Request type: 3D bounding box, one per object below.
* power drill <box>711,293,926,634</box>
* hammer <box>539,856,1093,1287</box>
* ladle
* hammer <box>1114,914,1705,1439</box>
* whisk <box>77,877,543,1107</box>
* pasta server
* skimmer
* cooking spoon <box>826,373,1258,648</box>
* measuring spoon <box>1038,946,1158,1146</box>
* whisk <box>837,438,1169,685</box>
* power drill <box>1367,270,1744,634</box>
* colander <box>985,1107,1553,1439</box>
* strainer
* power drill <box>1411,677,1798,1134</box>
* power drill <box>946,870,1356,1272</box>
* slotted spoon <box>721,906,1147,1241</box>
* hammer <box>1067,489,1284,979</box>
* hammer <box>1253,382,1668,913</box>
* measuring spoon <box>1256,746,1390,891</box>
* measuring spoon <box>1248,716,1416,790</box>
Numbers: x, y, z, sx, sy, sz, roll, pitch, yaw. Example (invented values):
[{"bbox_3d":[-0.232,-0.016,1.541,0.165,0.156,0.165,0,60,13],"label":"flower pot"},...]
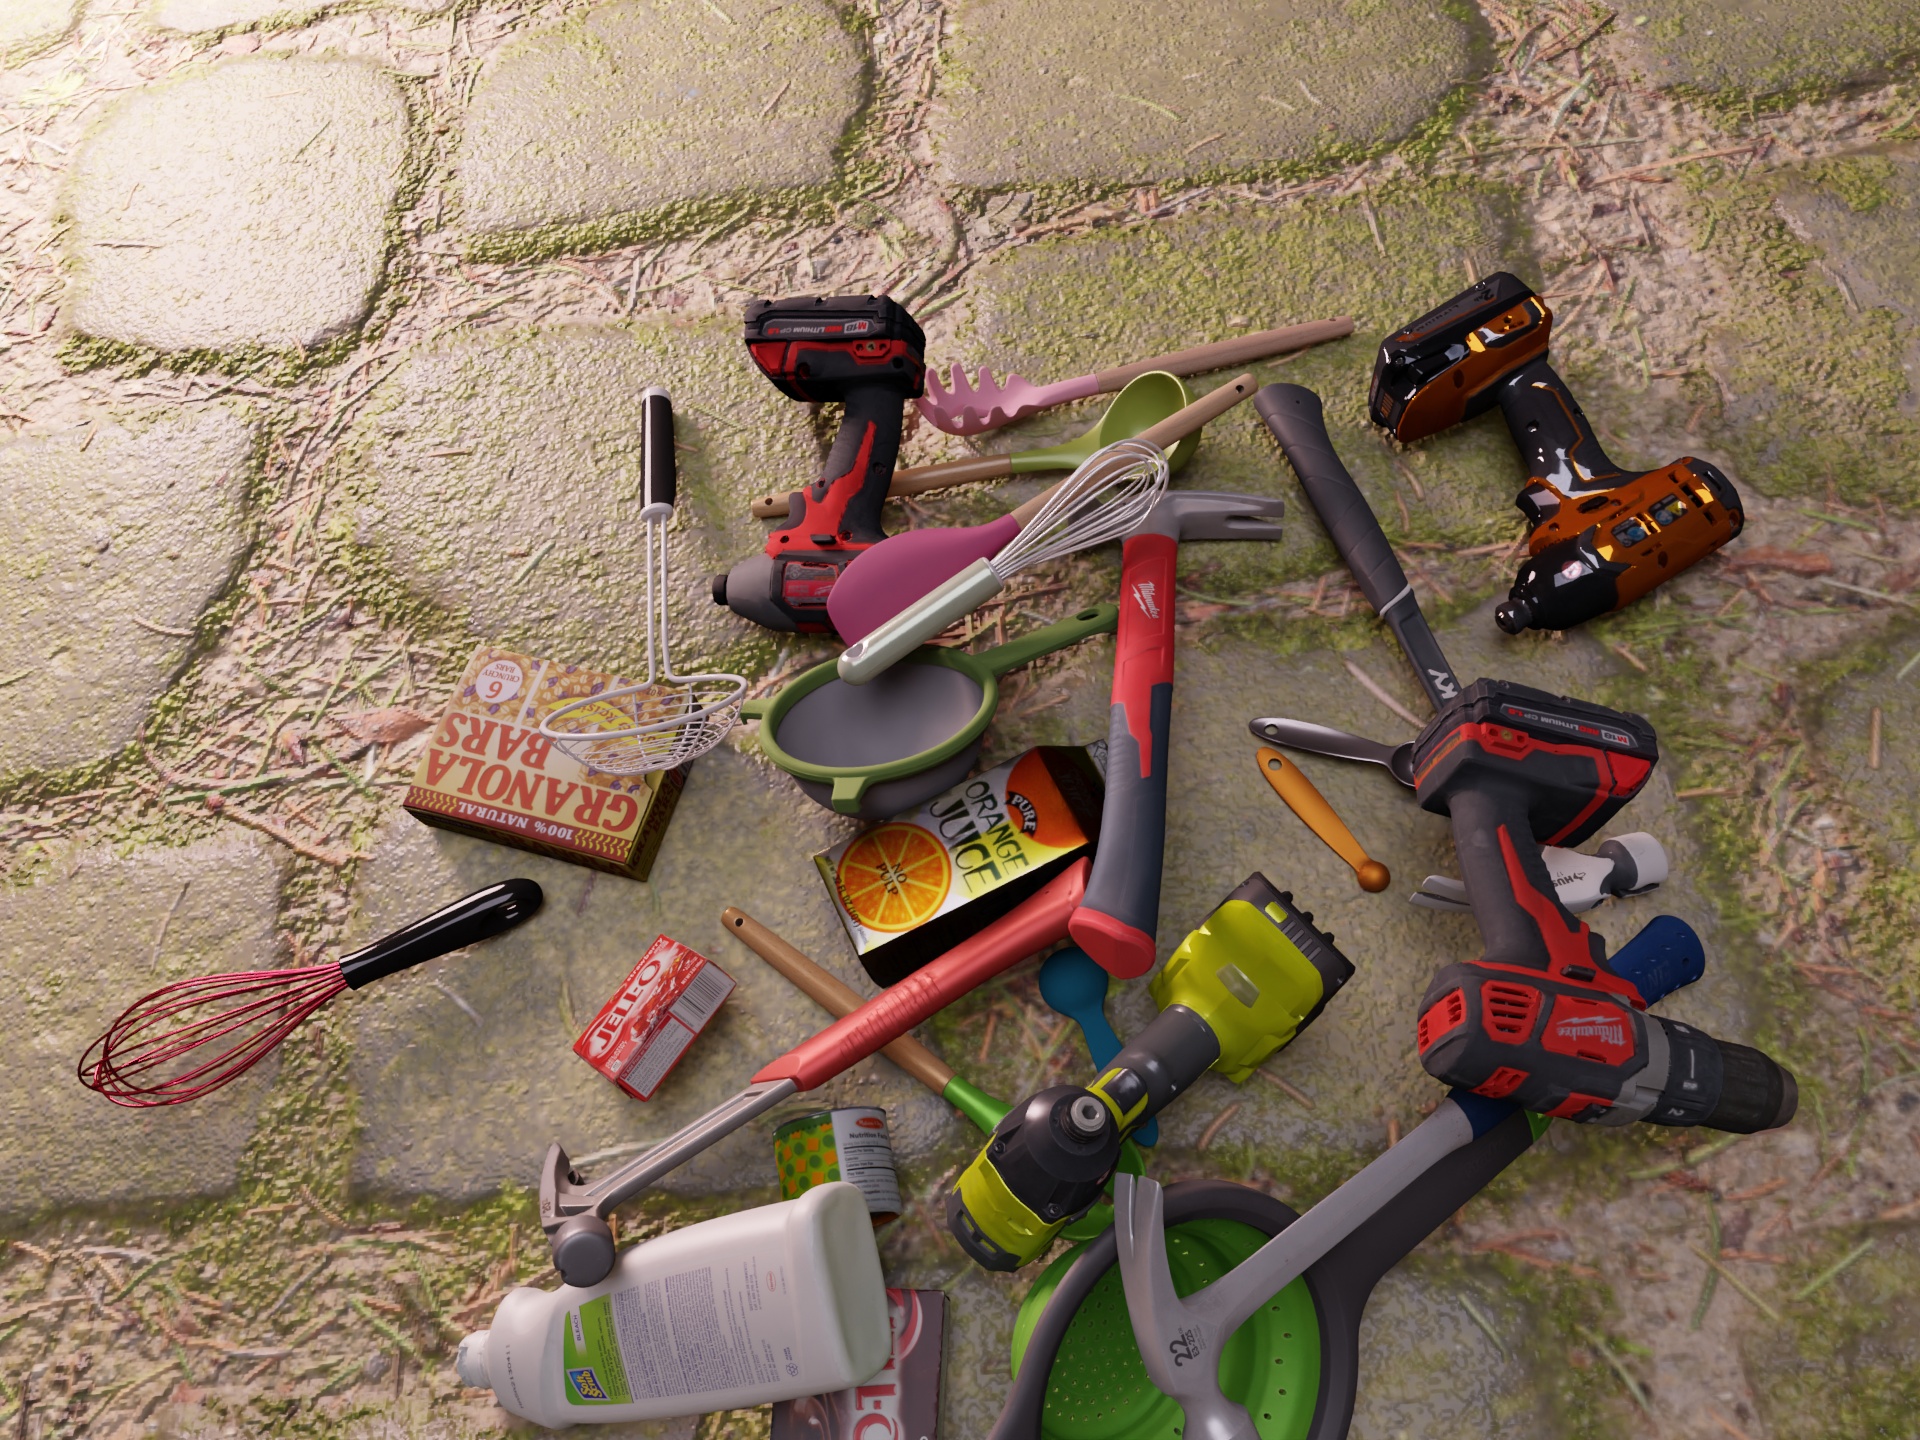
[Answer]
[{"bbox_3d":[-0.094,-0.166,1.070,0.143,0.078,0.220,1,84,15],"label":"power drill"},{"bbox_3d":[-0.073,0.184,0.900,0.359,0.149,0.036,-31,102,-10],"label":"hammer"},{"bbox_3d":[0.007,-0.179,1.097,0.320,0.062,0.078,-9,67,7],"label":"ladle"},{"bbox_3d":[0.244,0.203,0.807,0.405,0.035,0.144,-27,96,-28],"label":"hammer"},{"bbox_3d":[-0.402,0.166,0.993,0.296,0.073,0.073,-23,64,-9],"label":"whisk"},{"bbox_3d":[0.122,-0.250,1.123,0.316,0.040,0.060,-13,42,1],"label":"pasta server"},{"bbox_3d":[-0.207,-0.111,1.047,0.127,0.090,0.364,-10,54,2],"label":"skimmer"},{"bbox_3d":[0.057,-0.140,1.025,0.319,0.017,0.069,-31,94,-6],"label":"cooking spoon"},{"bbox_3d":[0.084,0.188,0.928,0.042,0.021,0.129,-24,62,-3],"label":"measuring spoon"},{"bbox_3d":[0.027,-0.096,0.994,0.246,0.059,0.058,-34,36,0],"label":"whisk"},{"bbox_3d":[0.363,-0.165,1.025,0.164,0.084,0.227,-31,68,-6],"label":"power drill"},{"bbox_3d":[0.157,0.289,0.833,0.397,0.094,0.204,-30,104,-25],"label":"colander"},{"bbox_3d":[-0.002,-0.003,1.016,0.256,0.069,0.152,-24,33,-22],"label":"strainer"},{"bbox_3d":[0.325,0.102,0.820,0.188,0.080,0.227,14,53,-8],"label":"power drill"},{"bbox_3d":[0.098,0.181,0.824,0.223,0.171,0.080,-35,72,-31],"label":"power drill"},{"bbox_3d":[-0.024,0.199,0.938,0.314,0.031,0.070,33,72,23],"label":"slotted spoon"},{"bbox_3d":[0.122,-0.012,0.936,0.143,0.038,0.387,1,44,8],"label":"hammer"},{"bbox_3d":[0.276,-0.058,0.998,0.149,0.036,0.409,-11,59,-16],"label":"hammer"},{"bbox_3d":[0.221,0.058,0.976,0.021,0.011,0.117,-34,65,-8],"label":"measuring spoon"},{"bbox_3d":[0.240,0.020,0.993,0.124,0.018,0.034,15,58,22],"label":"measuring spoon"}]
